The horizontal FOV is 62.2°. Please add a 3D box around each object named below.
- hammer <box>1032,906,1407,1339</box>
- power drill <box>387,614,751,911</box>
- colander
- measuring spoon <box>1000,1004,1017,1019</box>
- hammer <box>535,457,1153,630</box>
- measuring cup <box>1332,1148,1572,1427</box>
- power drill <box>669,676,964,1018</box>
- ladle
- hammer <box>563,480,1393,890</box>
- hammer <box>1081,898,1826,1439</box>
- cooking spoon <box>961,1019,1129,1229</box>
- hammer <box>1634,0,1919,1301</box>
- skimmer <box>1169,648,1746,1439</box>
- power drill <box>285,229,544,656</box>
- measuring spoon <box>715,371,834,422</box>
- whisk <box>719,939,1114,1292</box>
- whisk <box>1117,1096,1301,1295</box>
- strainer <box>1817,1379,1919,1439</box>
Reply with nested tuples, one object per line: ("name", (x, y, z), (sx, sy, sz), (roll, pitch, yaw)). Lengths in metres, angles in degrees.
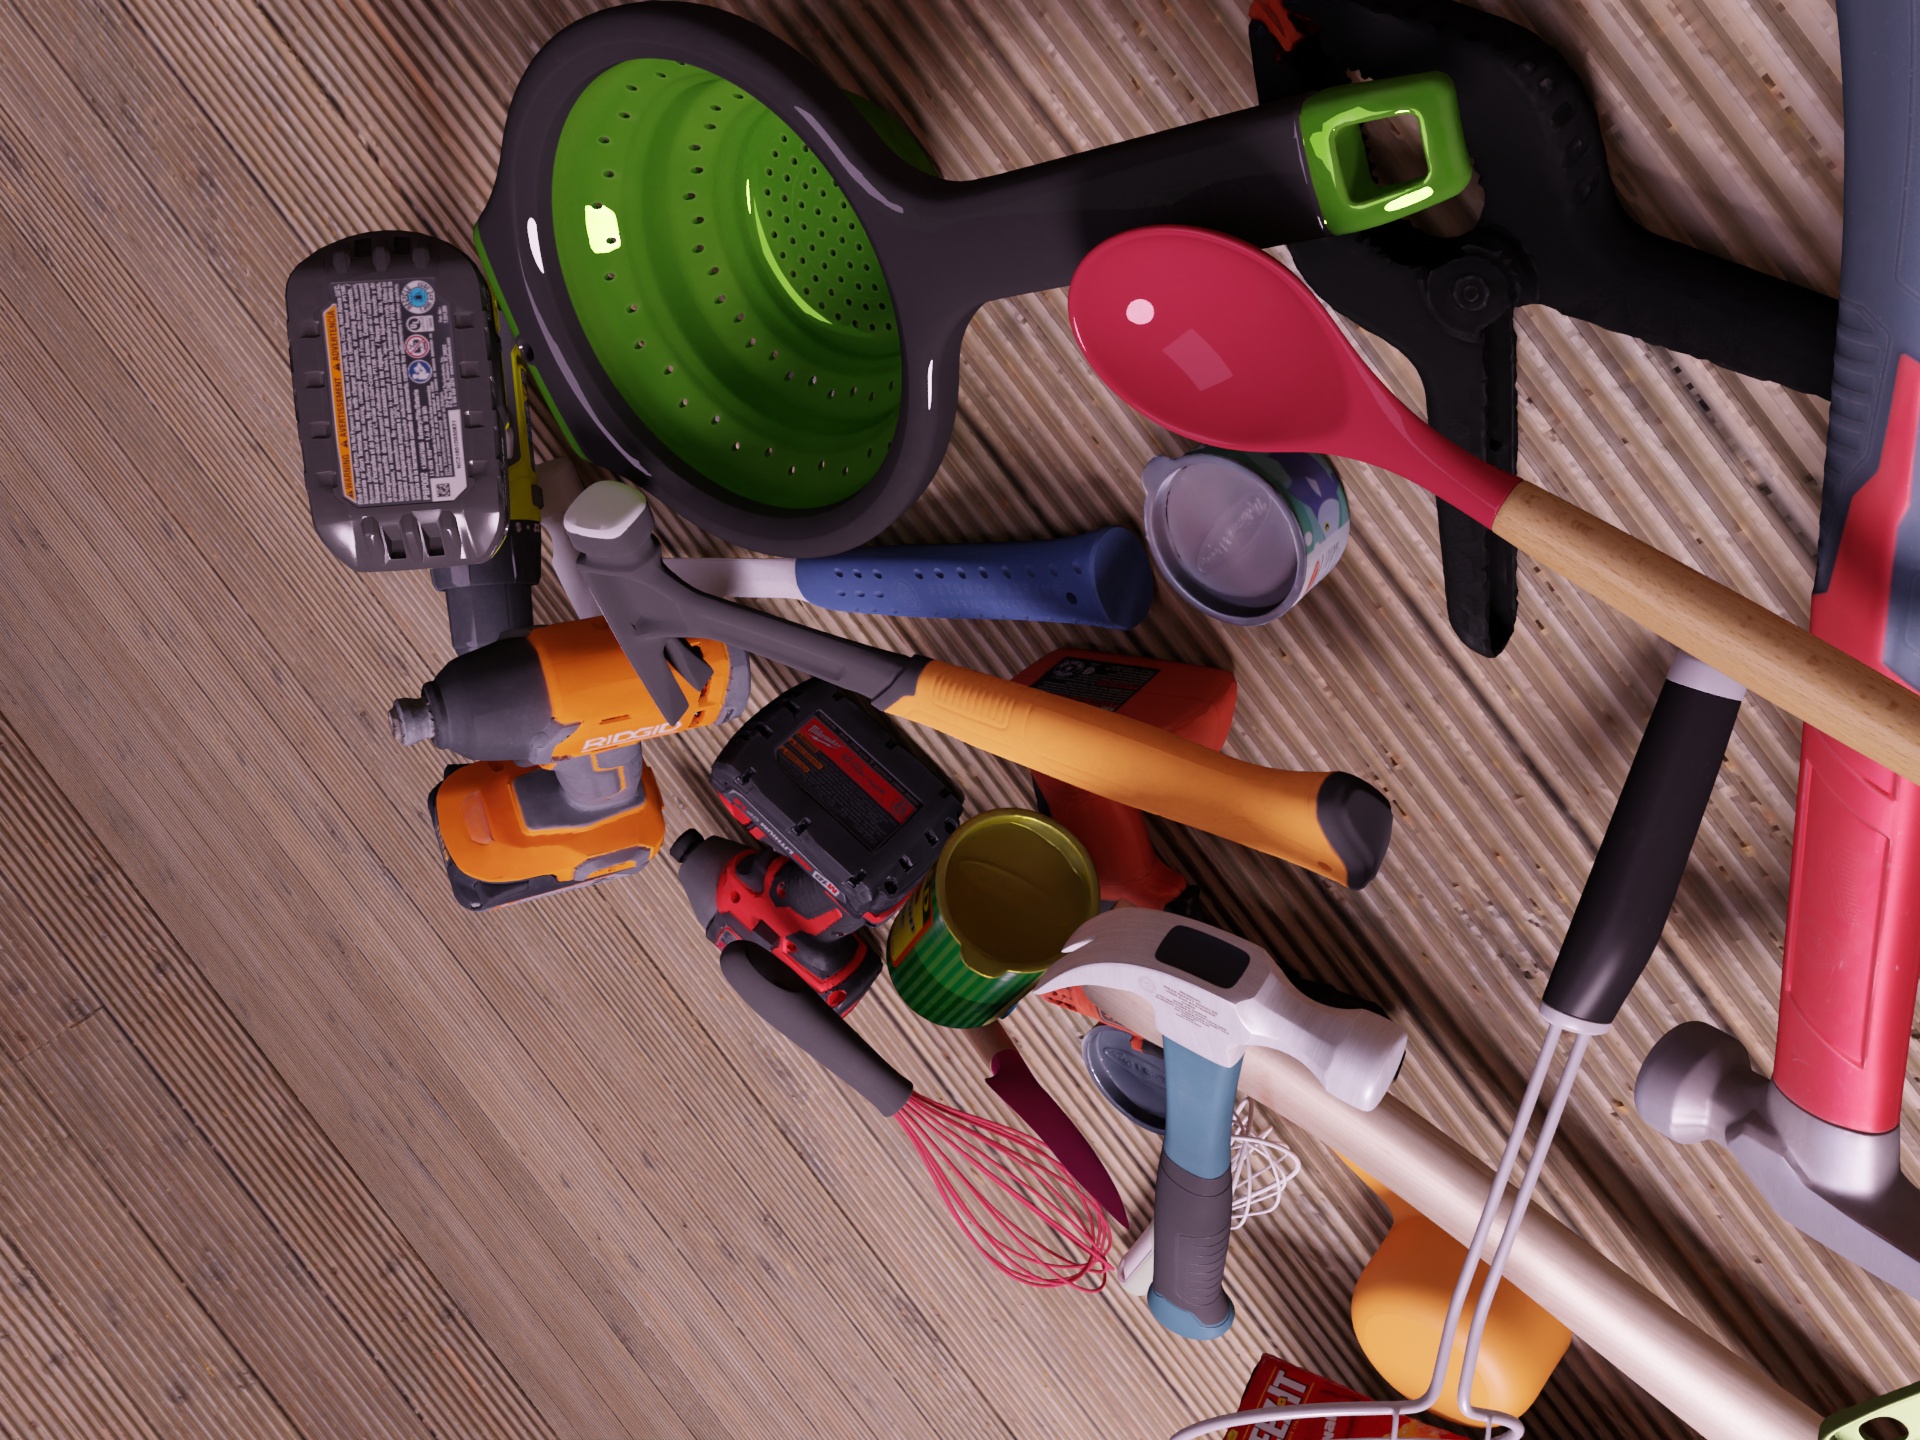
("hammer", (0.096, 0.181, 0.642), (0.128, 0.033, 0.330), (26, 148, 25))
("power drill", (-0.211, 0.020, 0.809), (0.084, 0.164, 0.226), (67, 150, 18))
("colander", (-0.006, -0.170, 0.547), (0.397, 0.094, 0.204), (2, 124, 41))
("measuring spoon", (0.010, 0.100, 0.777), (0.042, 0.021, 0.129), (58, -177, -23))
("hammer", (-0.076, -0.063, 0.760), (0.406, 0.035, 0.144), (6, 124, 46))
("measuring cup", (0.190, 0.237, 0.706), (0.173, 0.052, 0.095), (48, 144, 2))
("power drill", (-0.090, 0.078, 0.862), (0.143, 0.078, 0.219), (42, 147, 8))
("ladle", (0.156, -0.040, 0.389), (0.316, 0.031, 0.069), (37, 151, 23))
("hammer", (-0.001, -0.002, 0.611), (0.337, 0.034, 0.127), (19, 149, 25))
("hammer", (0.222, 0.197, 0.600), (0.411, 0.038, 0.146), (36, 141, 6))
("cooking spoon", (0.015, 0.147, 0.726), (0.068, 0.017, 0.319), (47, 176, -16))
("hammer", (0.236, -0.016, 0.380), (0.143, 0.038, 0.386), (32, 140, 52))
("skimmer", (0.172, 0.142, 0.546), (0.090, 0.127, 0.363), (-128, 51, -68))
("power drill", (-0.238, -0.117, 0.741), (0.228, 0.080, 0.190), (-169, 74, -82))
("measuring spoon", (-0.097, -0.143, 0.729), (0.124, 0.018, 0.034), (-6, 115, 51))
("whisk", (-0.021, 0.218, 0.866), (0.295, 0.073, 0.073), (44, 147, -16))
("whisk", (0.113, 0.250, 0.801), (0.059, 0.058, 0.246), (11, 146, -2))
("strainer", (0.341, 0.184, 0.441), (0.151, 0.069, 0.256), (45, 132, 9))
